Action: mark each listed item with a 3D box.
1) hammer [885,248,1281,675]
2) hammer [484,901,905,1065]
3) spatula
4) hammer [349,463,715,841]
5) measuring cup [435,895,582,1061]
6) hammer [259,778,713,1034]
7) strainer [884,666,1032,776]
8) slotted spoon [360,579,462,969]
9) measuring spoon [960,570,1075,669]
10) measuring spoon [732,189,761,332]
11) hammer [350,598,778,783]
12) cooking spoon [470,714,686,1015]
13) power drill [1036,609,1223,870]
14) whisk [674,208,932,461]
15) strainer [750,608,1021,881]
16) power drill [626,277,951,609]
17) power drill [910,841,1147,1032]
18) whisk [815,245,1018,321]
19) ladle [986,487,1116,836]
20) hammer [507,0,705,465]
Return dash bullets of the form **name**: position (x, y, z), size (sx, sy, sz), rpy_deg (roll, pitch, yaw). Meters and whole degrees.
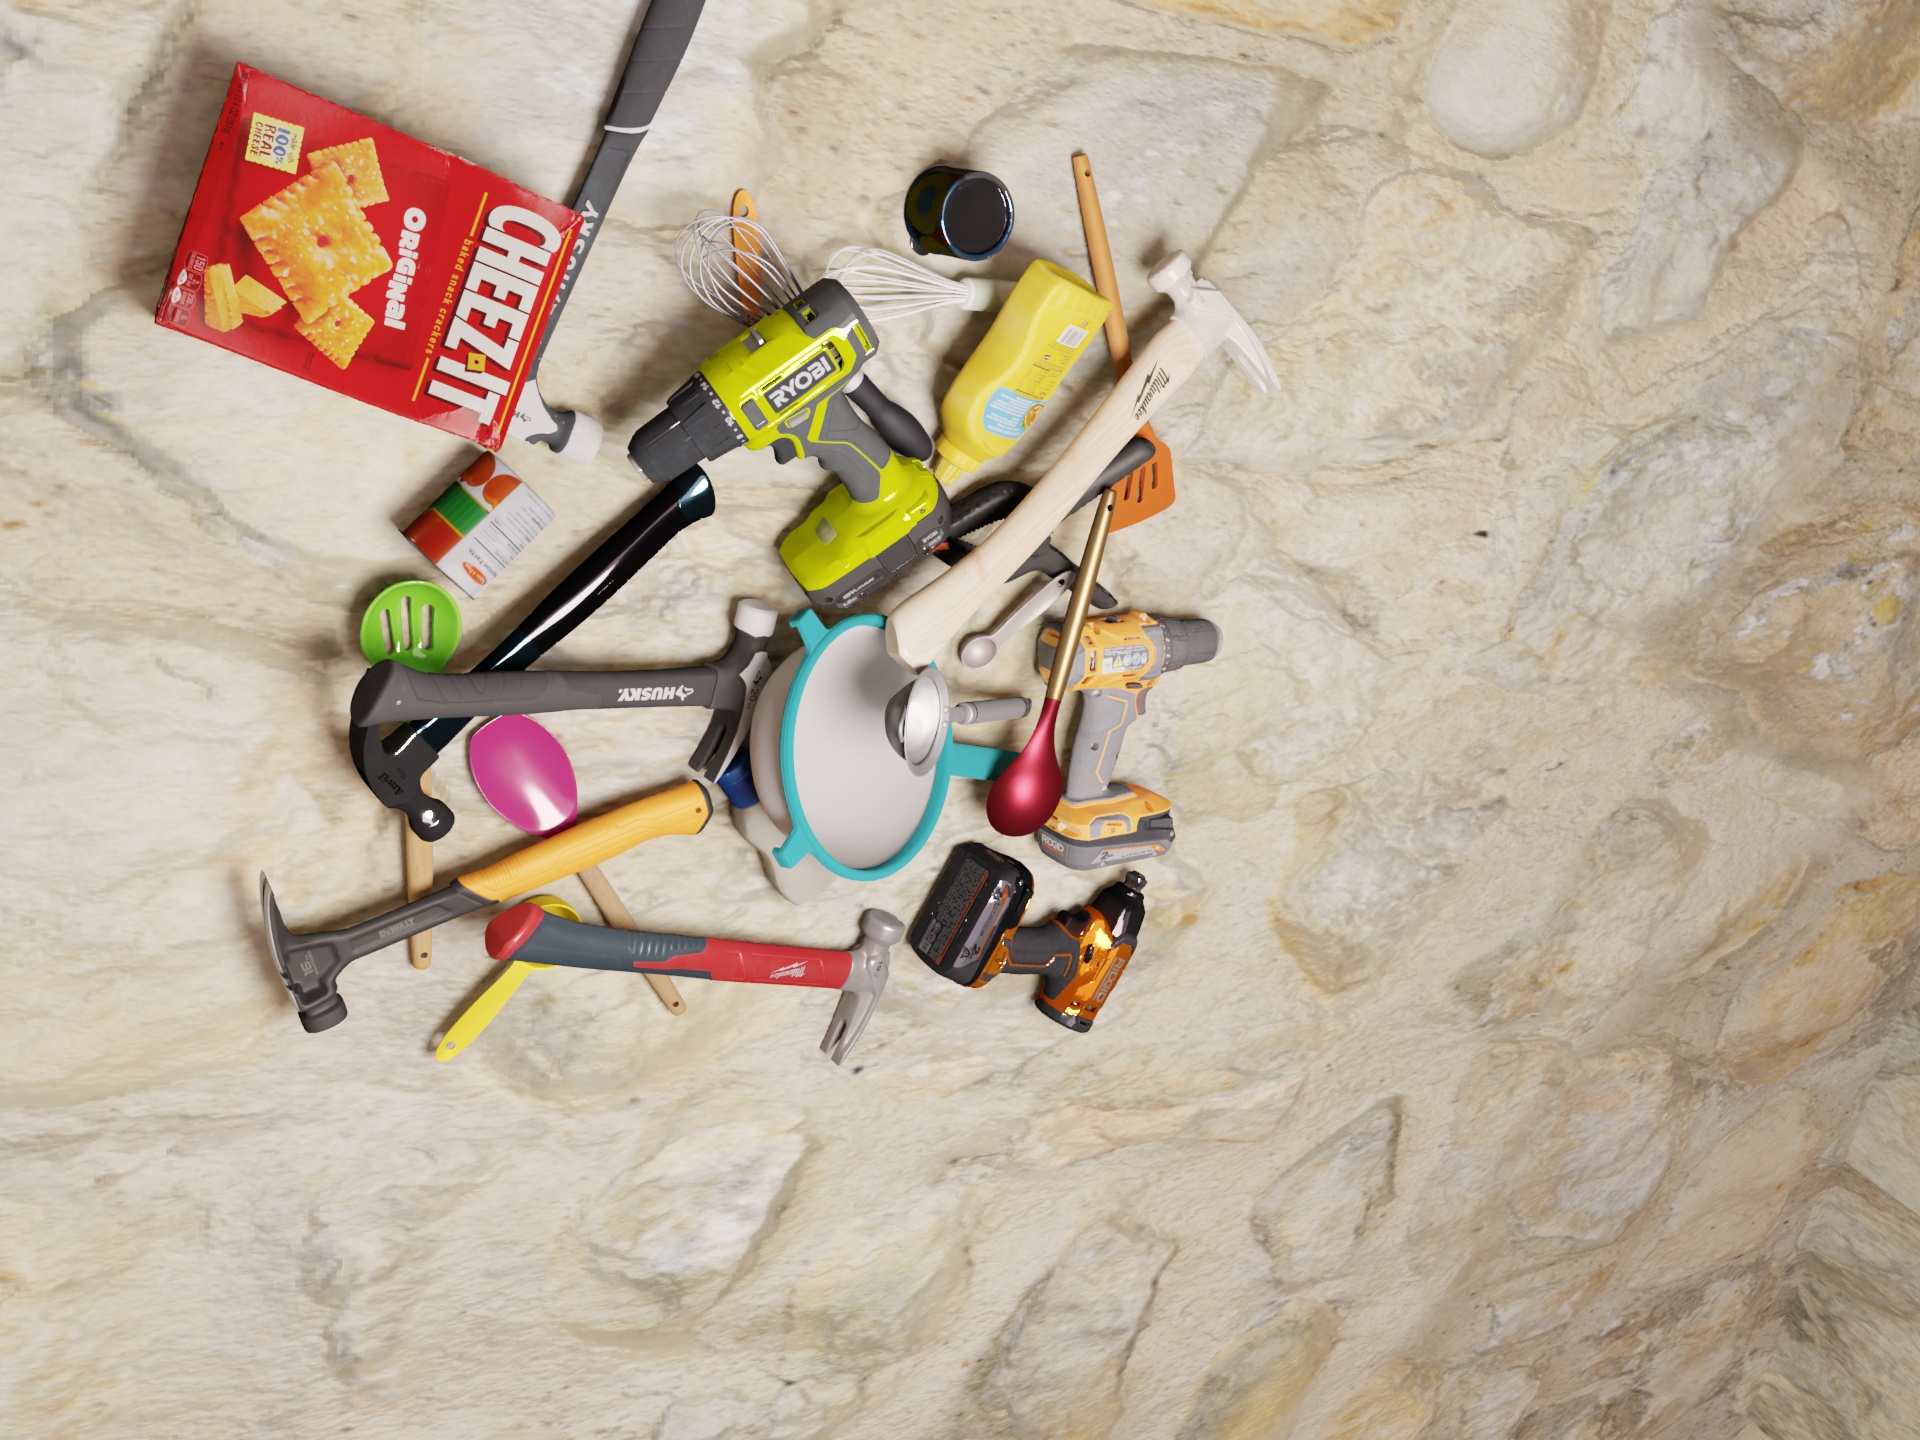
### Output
- **hammer**: position (0.094, -0.189, 1.290), size (0.146, 0.038, 0.411), rpy_deg (45, 78, -19)
- **hammer**: position (-0.214, 0.208, 1.301), size (0.386, 0.038, 0.143), rpy_deg (14, 103, -44)
- **spatula**: position (0.130, -0.313, 1.344), size (0.081, 0.041, 0.322), rpy_deg (-25, 116, -19)
- **hammer**: position (-0.301, -0.066, 1.152), size (0.331, 0.033, 0.128), rpy_deg (-46, 136, -15)
- **measuring cup**: position (-0.361, 0.202, 1.251), size (0.156, 0.029, 0.062), rpy_deg (-49, 126, -2)
- **hammer**: position (-0.344, 0.112, 1.193), size (0.337, 0.034, 0.127), rpy_deg (-22, 121, -25)
- **strainer**: position (-0.002, -0.004, 1.303), size (0.258, 0.050, 0.087), rpy_deg (-7, 104, -60)
- **slotted spoon**: position (-0.399, 0.044, 1.162), size (0.070, 0.031, 0.313), rpy_deg (-8, 115, -31)
- **measuring spoon**: position (0.048, -0.091, 1.372), size (0.124, 0.018, 0.034), rpy_deg (-40, 134, 4)
- **measuring spoon**: position (-0.158, -0.329, 1.169), size (0.021, 0.011, 0.116), rpy_deg (-16, 114, -35)
- **hammer**: position (-0.278, -0.017, 1.152), size (0.334, 0.035, 0.146), rpy_deg (-4, 117, -48)
- **cooking spoon**: position (-0.294, 0.124, 1.264), size (0.069, 0.017, 0.318), rpy_deg (-36, 123, -18)
- **power drill**: position (0.156, 0.011, 1.459), size (0.185, 0.084, 0.226), rpy_deg (-8, 108, -29)
- **whisk**: position (-0.104, -0.278, 1.186), size (0.070, 0.070, 0.284), rpy_deg (-53, 134, -2)
- **strainer**: position (-0.067, 0.027, 1.328), size (0.340, 0.095, 0.211), rpy_deg (10, 82, -56)
- **power drill**: position (-0.119, -0.188, 1.169), size (0.190, 0.080, 0.228), rpy_deg (-36, 139, -1)
- **power drill**: position (0.078, 0.191, 1.485), size (0.226, 0.084, 0.164), rpy_deg (26, 94, -40)
- **whisk**: position (-0.002, -0.334, 1.240), size (0.246, 0.059, 0.058), rpy_deg (-6, 85, -34)
- **ladle**: position (0.087, -0.044, 1.358), size (0.069, 0.031, 0.315), rpy_deg (9, 103, -26)
- **hammer**: position (-0.240, -0.387, 1.079), size (0.149, 0.036, 0.409), rpy_deg (21, 97, -35)
